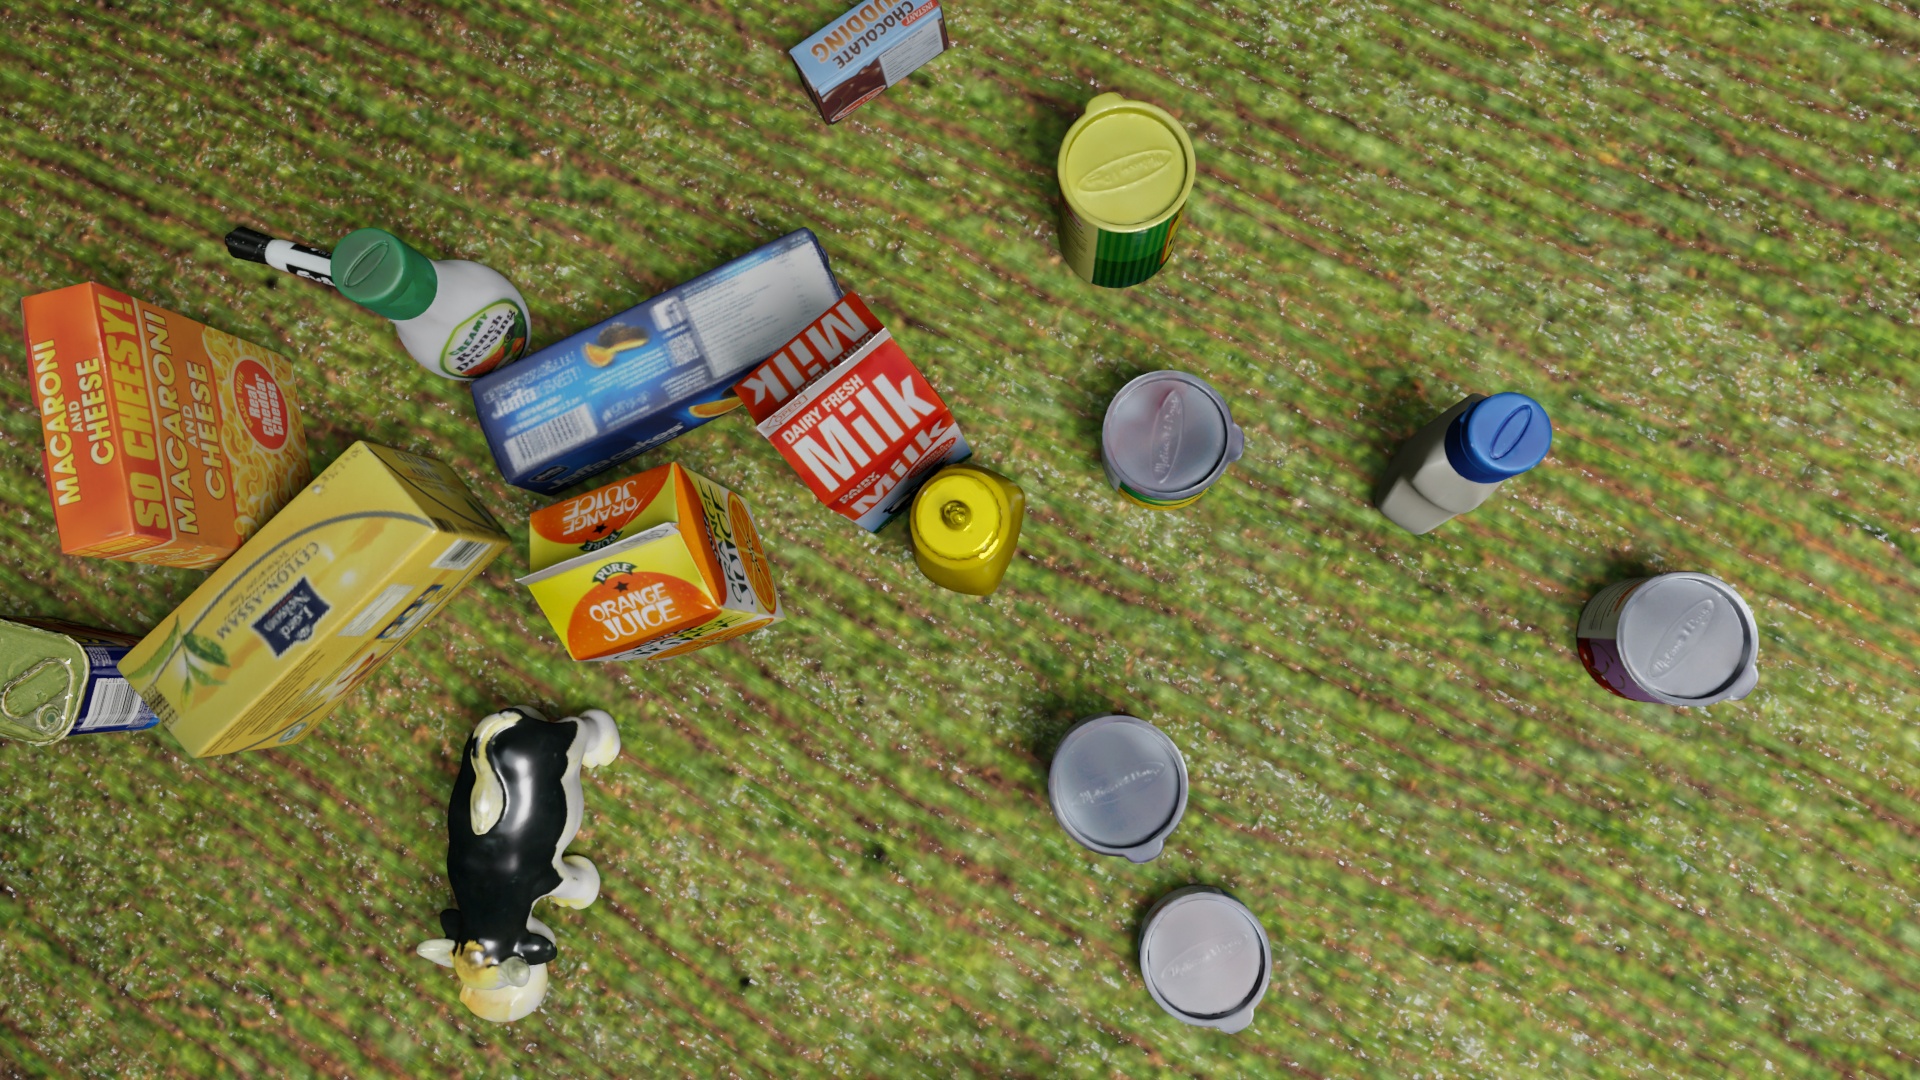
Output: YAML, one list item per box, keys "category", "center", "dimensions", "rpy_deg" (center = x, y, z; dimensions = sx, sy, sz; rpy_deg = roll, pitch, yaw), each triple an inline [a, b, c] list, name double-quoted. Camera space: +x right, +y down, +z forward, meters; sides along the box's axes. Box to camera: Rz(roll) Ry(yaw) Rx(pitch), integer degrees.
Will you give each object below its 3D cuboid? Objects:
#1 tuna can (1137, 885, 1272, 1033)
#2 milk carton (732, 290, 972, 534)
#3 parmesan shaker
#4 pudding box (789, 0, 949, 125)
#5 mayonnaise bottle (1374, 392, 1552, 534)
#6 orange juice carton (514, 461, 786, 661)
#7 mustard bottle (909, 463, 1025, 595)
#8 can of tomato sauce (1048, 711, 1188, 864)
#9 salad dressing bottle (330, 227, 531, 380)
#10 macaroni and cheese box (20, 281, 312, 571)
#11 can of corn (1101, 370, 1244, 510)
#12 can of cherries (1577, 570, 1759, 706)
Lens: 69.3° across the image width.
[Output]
- category: "tuna can"
  center: [0.125, 0.214, 0.711]
  dimensions: [0.071, 0.033, 0.071]
  rpy_deg: [0, 84, 4]
- category: "milk carton"
  center: [-0.050, -0.059, 0.672]
  dimensions: [0.072, 0.190, 0.073]
  rpy_deg: [-39, 83, 0]
- category: "parmesan shaker"
  center: [0.083, -0.178, 0.718]
  dimensions: [0.071, 0.103, 0.071]
  rpy_deg: [0, 85, 4]
- category: "pudding box"
  center: [-0.049, -0.270, 0.764]
  dimensions: [0.084, 0.049, 0.030]
  rpy_deg: [-34, 83, 0]
- category: "mayonnaise bottle"
  center: [0.242, -0.040, 0.670]
  dimensions: [0.041, 0.148, 0.065]
  rpy_deg: [35, 88, 6]
- category: "orange juice carton"
  center: [-0.146, 0.013, 0.670]
  dimensions: [0.072, 0.192, 0.073]
  rpy_deg: [-19, 84, 2]
- category: "mustard bottle"
  center: [0.002, -0.009, 0.678]
  dimensions: [0.049, 0.160, 0.065]
  rpy_deg: [17, 86, 6]
- category: "can of tomato sauce"
  center: [0.079, 0.121, 0.699]
  dimensions: [0.071, 0.083, 0.071]
  rpy_deg: [0, 85, 4]
- category: "salad dressing bottle"
  center: [-0.270, -0.121, 0.715]
  dimensions: [0.044, 0.147, 0.064]
  rpy_deg: [43, 89, 7]
- category: "macaroni and cheese box"
  center: [-0.394, -0.049, 0.707]
  dimensions: [0.040, 0.166, 0.124]
  rpy_deg: [-14, 84, 3]
- category: "can of corn"
  center: [0.109, -0.050, 0.726]
  dimensions: [0.071, 0.058, 0.071]
  rpy_deg: [0, 85, 4]
- category: "can of cherries"
  center: [0.355, 0.052, 0.698]
  dimensions: [0.071, 0.058, 0.071]
  rpy_deg: [0, 85, 4]
